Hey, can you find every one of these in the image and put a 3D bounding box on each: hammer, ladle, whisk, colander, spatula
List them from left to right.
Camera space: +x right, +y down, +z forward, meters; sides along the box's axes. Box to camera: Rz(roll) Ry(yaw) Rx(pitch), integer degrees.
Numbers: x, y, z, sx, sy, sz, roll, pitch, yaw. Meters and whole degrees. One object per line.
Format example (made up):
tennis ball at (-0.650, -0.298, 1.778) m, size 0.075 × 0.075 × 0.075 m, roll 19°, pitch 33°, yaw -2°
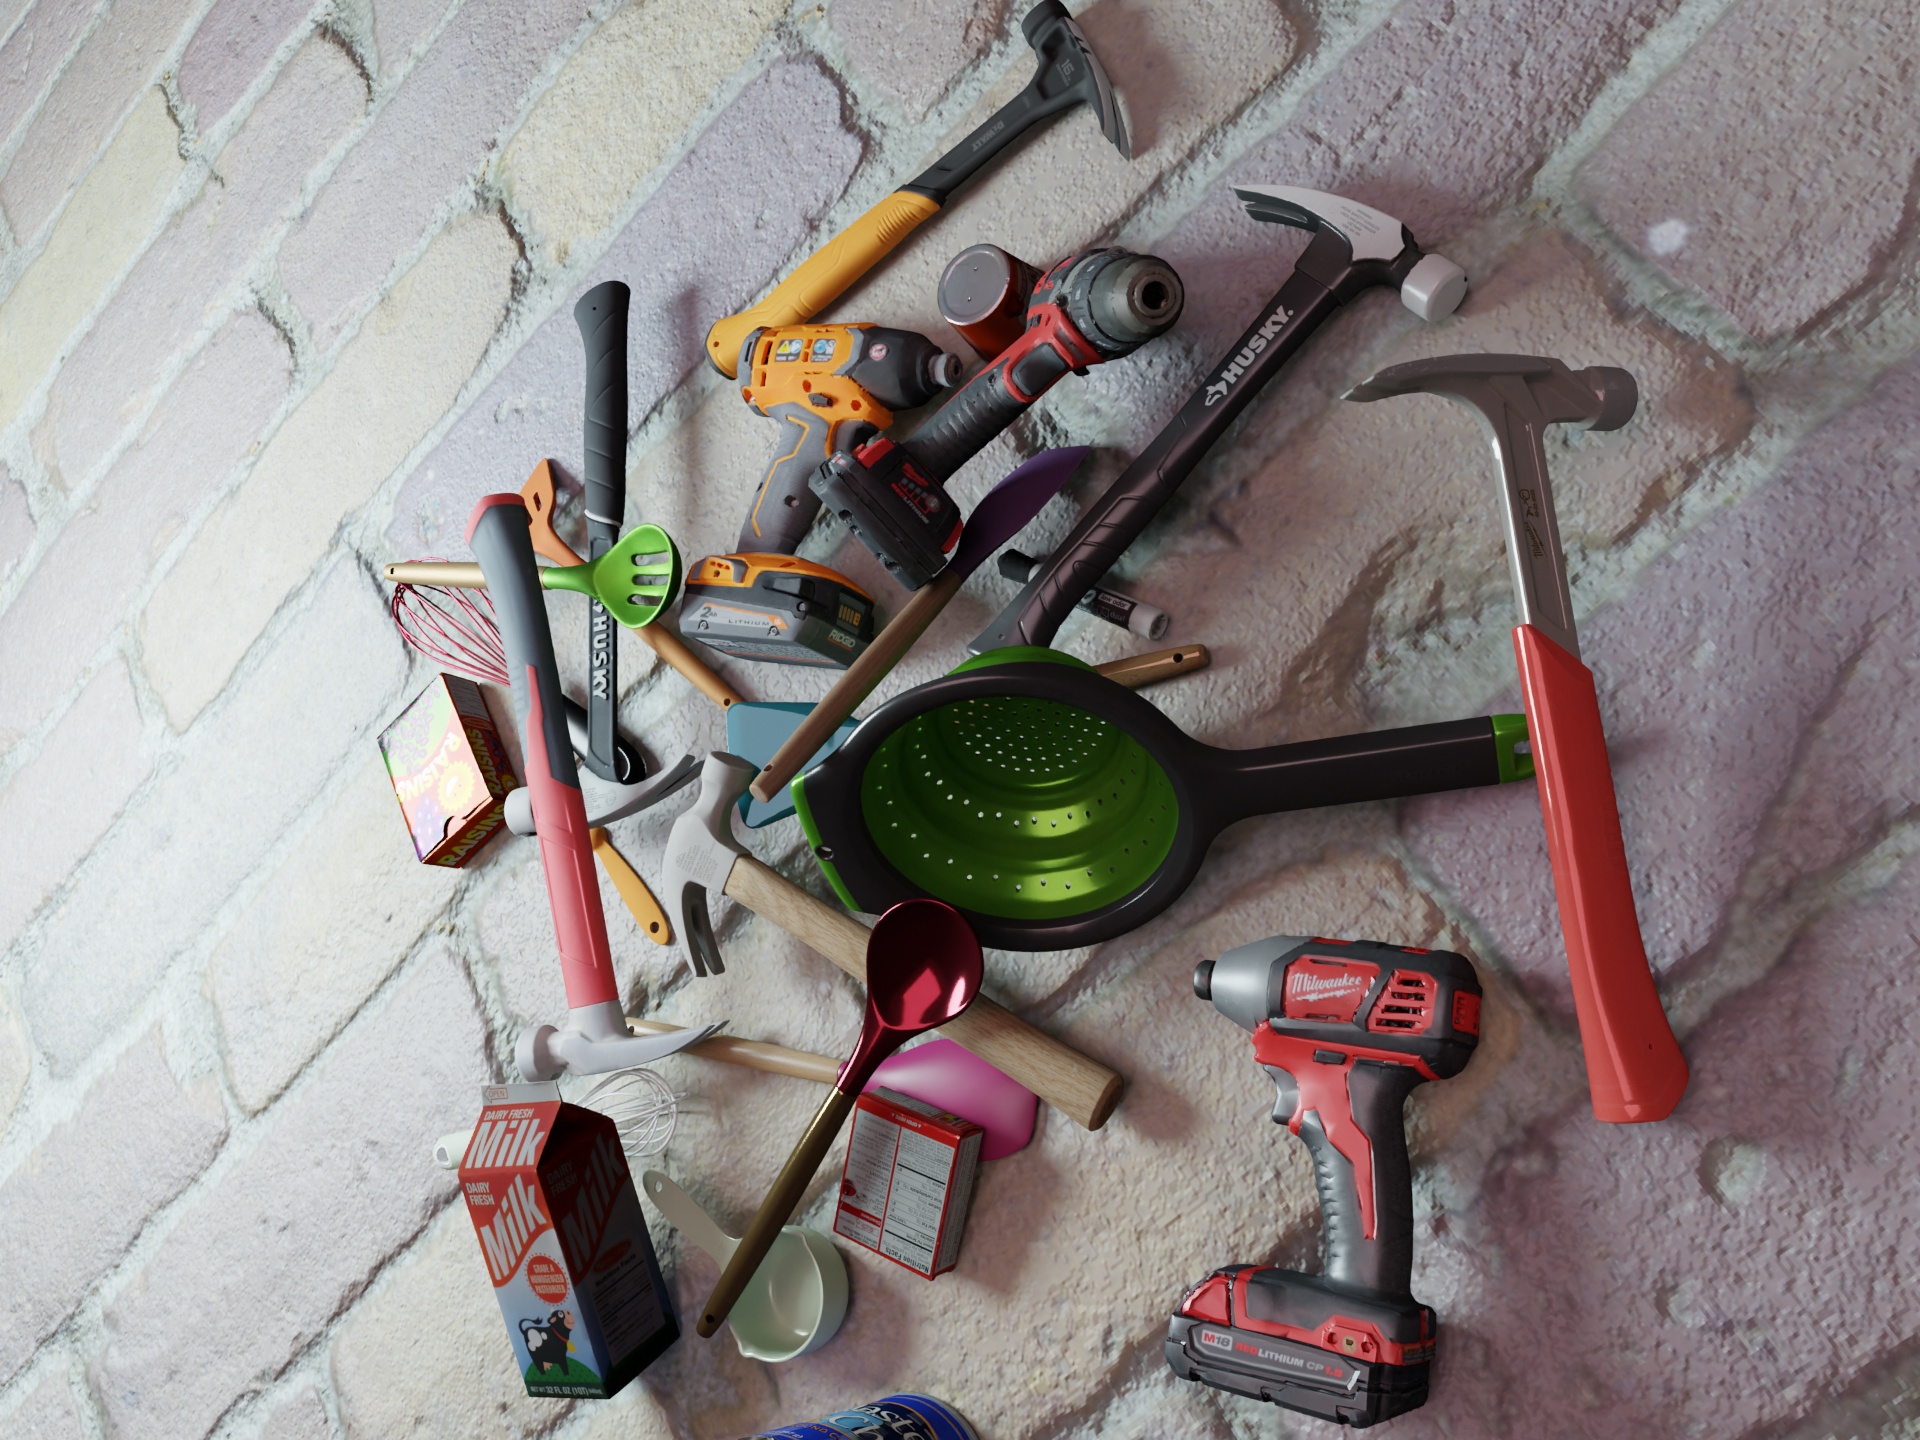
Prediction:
whisk at (-0.331, -0.035, 1.180) m, size 0.296 × 0.073 × 0.073 m, roll 36°, pitch 99°, yaw 27°
whisk at (-0.277, 0.278, 1.077) m, size 0.246 × 0.059 × 0.058 m, roll -19°, pitch 86°, yaw 33°
hammer at (-0.254, 0.035, 1.043) m, size 0.143 × 0.038 × 0.386 m, roll -14°, pitch 84°, yaw 18°
hammer at (-0.249, -0.126, 1.126) m, size 0.149 × 0.036 × 0.409 m, roll -10°, pitch 73°, yaw 22°
spatula at (-0.250, -0.091, 1.160) m, size 0.323 × 0.041 × 0.081 m, roll 39°, pitch 100°, yaw 29°
ladle at (-0.076, 0.233, 0.911) m, size 0.069 × 0.031 × 0.315 m, roll 33°, pitch 104°, yaw 13°
hammer at (-0.050, 0.144, 0.940) m, size 0.331 × 0.031 × 0.130 m, roll 28°, pitch 101°, yaw 28°
hammer at (-0.043, -0.332, 1.073) m, size 0.337 × 0.034 × 0.127 m, roll -32°, pitch 62°, yaw 23°
spatula at (-0.021, -0.065, 0.898) m, size 0.060 × 0.018 × 0.316 m, roll 1°, pitch 42°, yaw 43°
spatula at (-0.002, -0.003, 0.963) m, size 0.317 × 0.044 × 0.082 m, roll -14°, pitch 80°, yaw 28°
colander at (0.112, 0.015, 0.853) m, size 0.397 × 0.204 × 0.095 m, roll -9°, pitch 39°, yaw 15°
hammer at (0.121, -0.158, 0.909) m, size 0.335 × 0.035 × 0.146 m, roll -49°, pitch 58°, yaw 8°
hammer at (0.274, 0.004, 0.740) m, size 0.036 × 0.149 × 0.359 m, roll 149°, pitch 115°, yaw -70°

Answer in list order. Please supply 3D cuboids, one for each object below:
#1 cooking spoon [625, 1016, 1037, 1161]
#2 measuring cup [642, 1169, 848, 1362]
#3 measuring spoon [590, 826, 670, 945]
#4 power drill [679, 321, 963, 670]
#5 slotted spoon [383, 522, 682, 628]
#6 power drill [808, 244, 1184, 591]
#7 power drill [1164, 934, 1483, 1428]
cooking spoon at (-0.093, 0.215, 0.986) m, size 0.319 × 0.017 × 0.069 m, roll 3°, pitch 81°, yaw 33°
measuring cup at (-0.134, 0.324, 0.977) m, size 0.168 × 0.038 × 0.083 m, roll 28°, pitch 95°, yaw 36°
measuring spoon at (-0.234, 0.114, 1.106) m, size 0.021 × 0.011 × 0.117 m, roll -51°, pitch 57°, yaw 13°
power drill at (-0.087, -0.152, 1.033) m, size 0.164 × 0.084 × 0.226 m, roll 6°, pitch 79°, yaw 33°
slotted spoon at (-0.303, -0.102, 1.110) m, size 0.314 × 0.031 × 0.070 m, roll 5°, pitch 87°, yaw 35°
power drill at (0.025, -0.179, 0.893) m, size 0.226 × 0.080 × 0.188 m, roll -43°, pitch 15°, yaw 1°
power drill at (0.171, 0.215, 0.782) m, size 0.143 × 0.078 × 0.220 m, roll 3°, pitch 78°, yaw 33°
